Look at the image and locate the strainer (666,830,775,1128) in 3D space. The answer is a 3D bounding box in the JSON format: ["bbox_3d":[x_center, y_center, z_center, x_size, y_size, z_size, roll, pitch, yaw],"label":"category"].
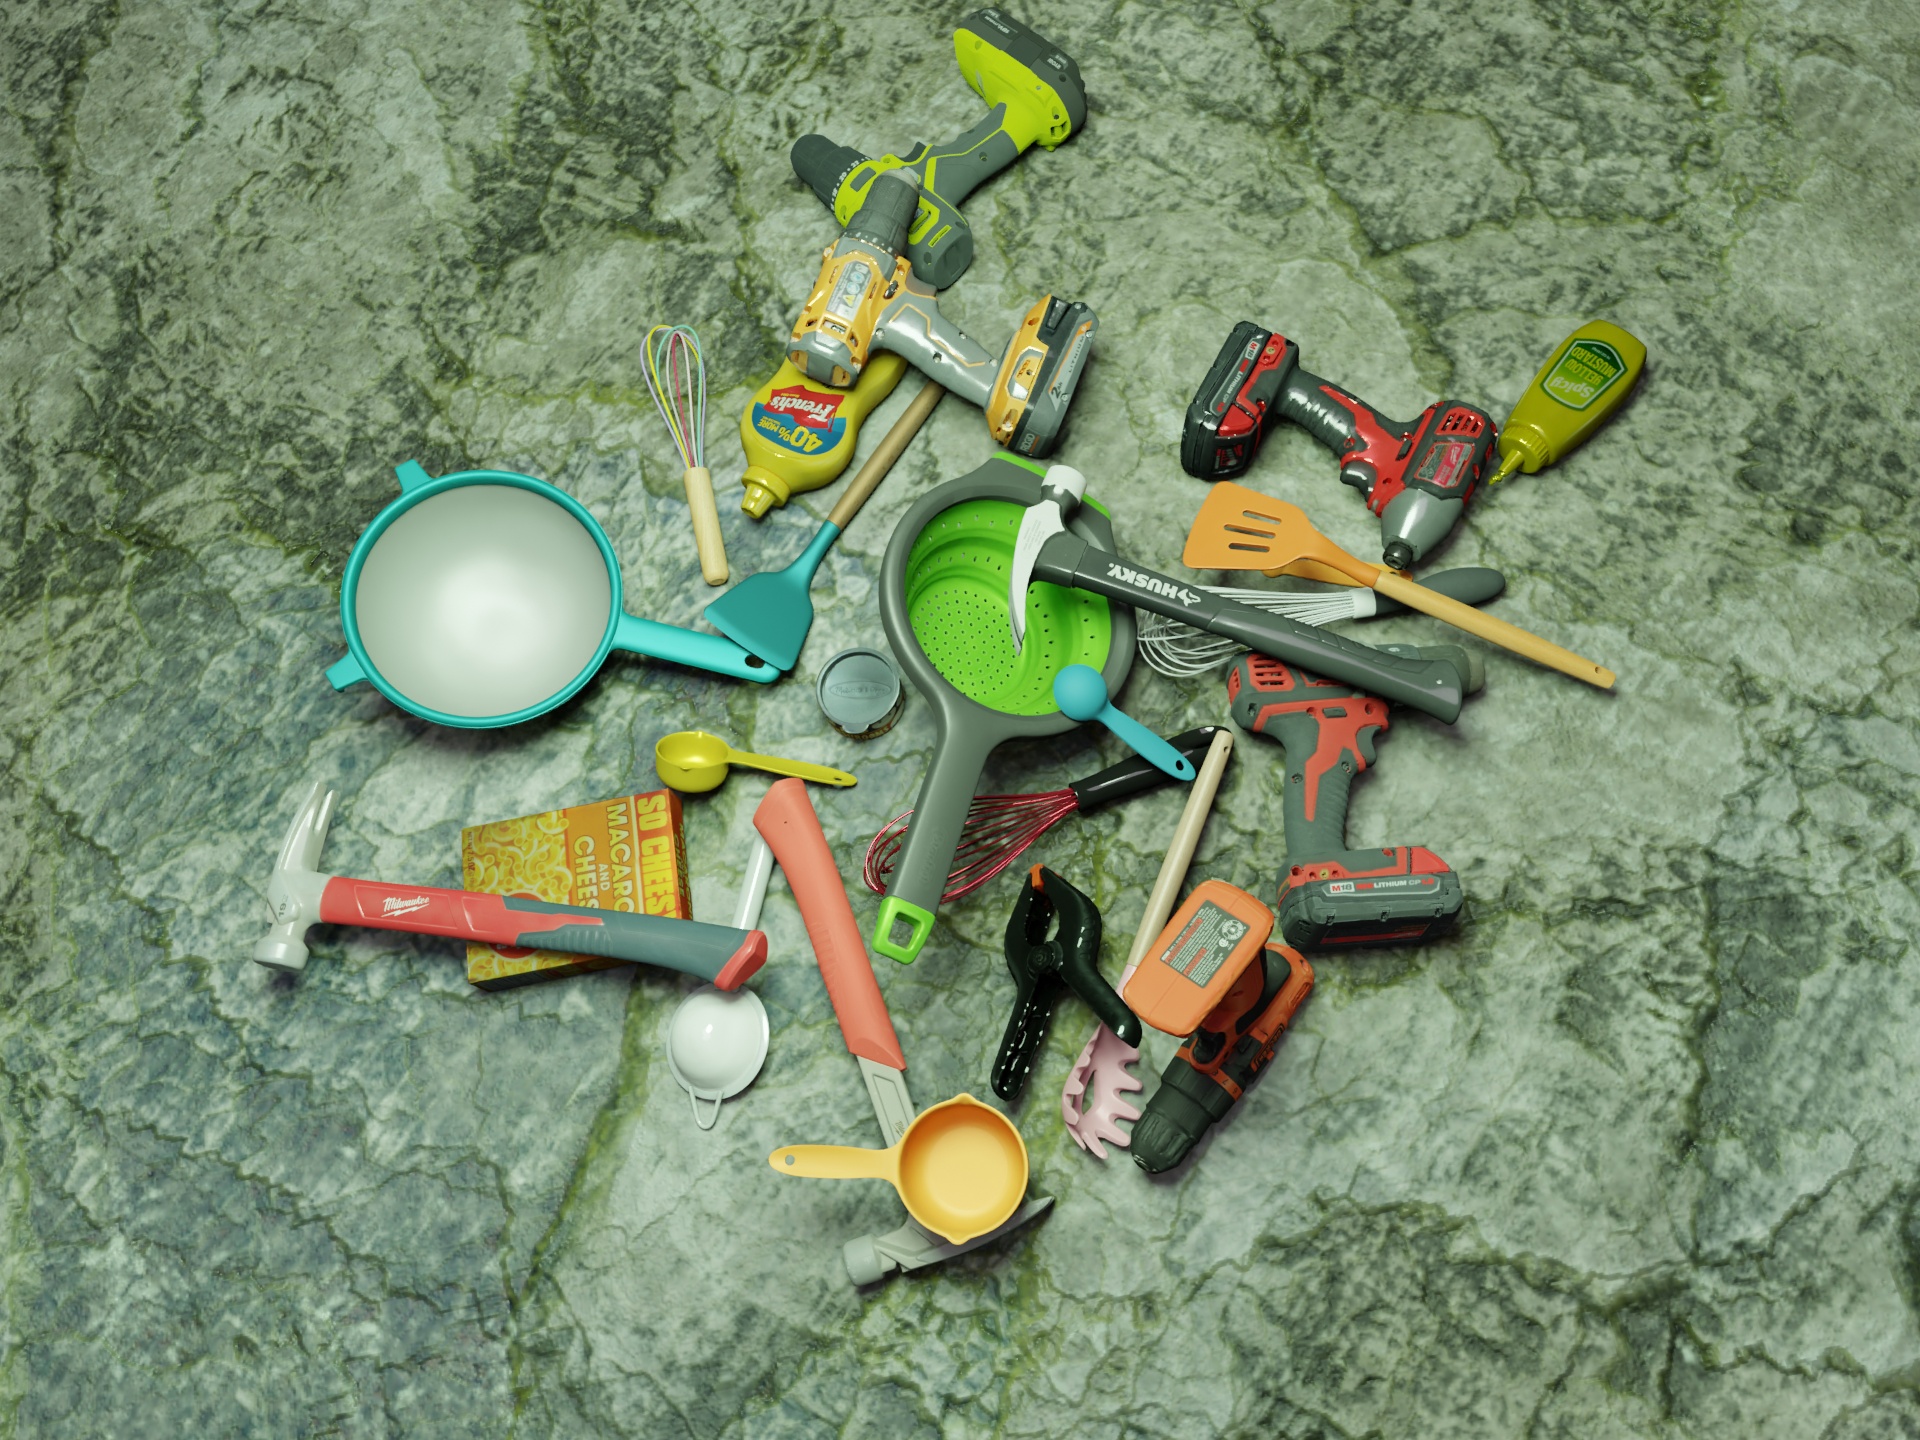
[{"bbox_3d":[-0.167,0.169,1.179,0.087,0.050,0.259,3,66,24],"label":"strainer"}]

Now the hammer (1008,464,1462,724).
[{"bbox_3d":[0.193,-0.066,1.129,0.335,0.035,0.146,21,65,6],"label":"hammer"}]

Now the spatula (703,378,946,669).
[{"bbox_3d":[-0.087,-0.180,1.293,0.082,0.044,0.317,34,75,0],"label":"spatula"}]

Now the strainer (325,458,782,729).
[{"bbox_3d":[-0.310,-0.070,1.268,0.340,0.095,0.211,14,73,-5],"label":"strainer"}]

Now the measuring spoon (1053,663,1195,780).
[{"bbox_3d":[0.124,0.003,1.146,0.128,0.021,0.042,36,62,-11],"label":"measuring spoon"}]

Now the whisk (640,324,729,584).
[{"bbox_3d":[-0.222,-0.227,1.333,0.051,0.047,0.245,-18,72,14],"label":"whisk"}]

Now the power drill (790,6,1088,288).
[{"bbox_3d":[-0.020,-0.506,1.388,0.191,0.080,0.228,41,83,18],"label":"power drill"}]

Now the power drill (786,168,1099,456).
[{"bbox_3d":[-0.006,-0.331,1.284,0.226,0.084,0.185,22,77,-3],"label":"power drill"}]

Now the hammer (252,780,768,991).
[{"bbox_3d":[-0.326,0.133,1.170,0.386,0.038,0.143,5,70,12],"label":"hammer"}]

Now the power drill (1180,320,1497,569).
[{"bbox_3d":[0.289,-0.209,1.232,0.220,0.078,0.143,25,71,13],"label":"power drill"}]

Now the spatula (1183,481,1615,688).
[{"bbox_3d":[0.325,-0.091,1.170,0.322,0.041,0.081,24,69,3],"label":"spatula"}]

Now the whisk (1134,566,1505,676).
[{"bbox_3d":[0.272,-0.084,1.205,0.284,0.070,0.070,-9,69,-1],"label":"whisk"}]

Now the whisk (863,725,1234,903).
[{"bbox_3d":[0.067,0.065,1.176,0.296,0.073,0.073,-21,68,-7],"label":"whisk"}]

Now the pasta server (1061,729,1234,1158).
[{"bbox_3d":[0.140,0.152,1.129,0.040,0.060,0.316,5,68,55],"label":"pasta server"}]

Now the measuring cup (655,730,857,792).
[{"bbox_3d":[-0.158,0.043,1.228,0.156,0.029,0.062,11,27,-2],"label":"measuring cup"}]

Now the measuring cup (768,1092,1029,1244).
[{"bbox_3d":[-0.039,0.298,1.066,0.173,0.052,0.095,0,74,8],"label":"measuring cup"}]

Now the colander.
[{"bbox_3d":[-0.002,-0.004,1.156,0.204,0.094,0.397,26,63,-15],"label":"colander"}]

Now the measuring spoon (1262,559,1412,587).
[{"bbox_3d":[0.291,-0.117,1.233,0.117,0.011,0.021,7,71,10],"label":"measuring spoon"}]

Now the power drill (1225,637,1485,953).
[{"bbox_3d":[0.298,0.043,1.141,0.188,0.080,0.227,-4,65,-2],"label":"power drill"}]

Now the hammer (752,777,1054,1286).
[{"bbox_3d":[-0.063,0.205,1.141,0.149,0.036,0.359,-21,72,0],"label":"hammer"}]
